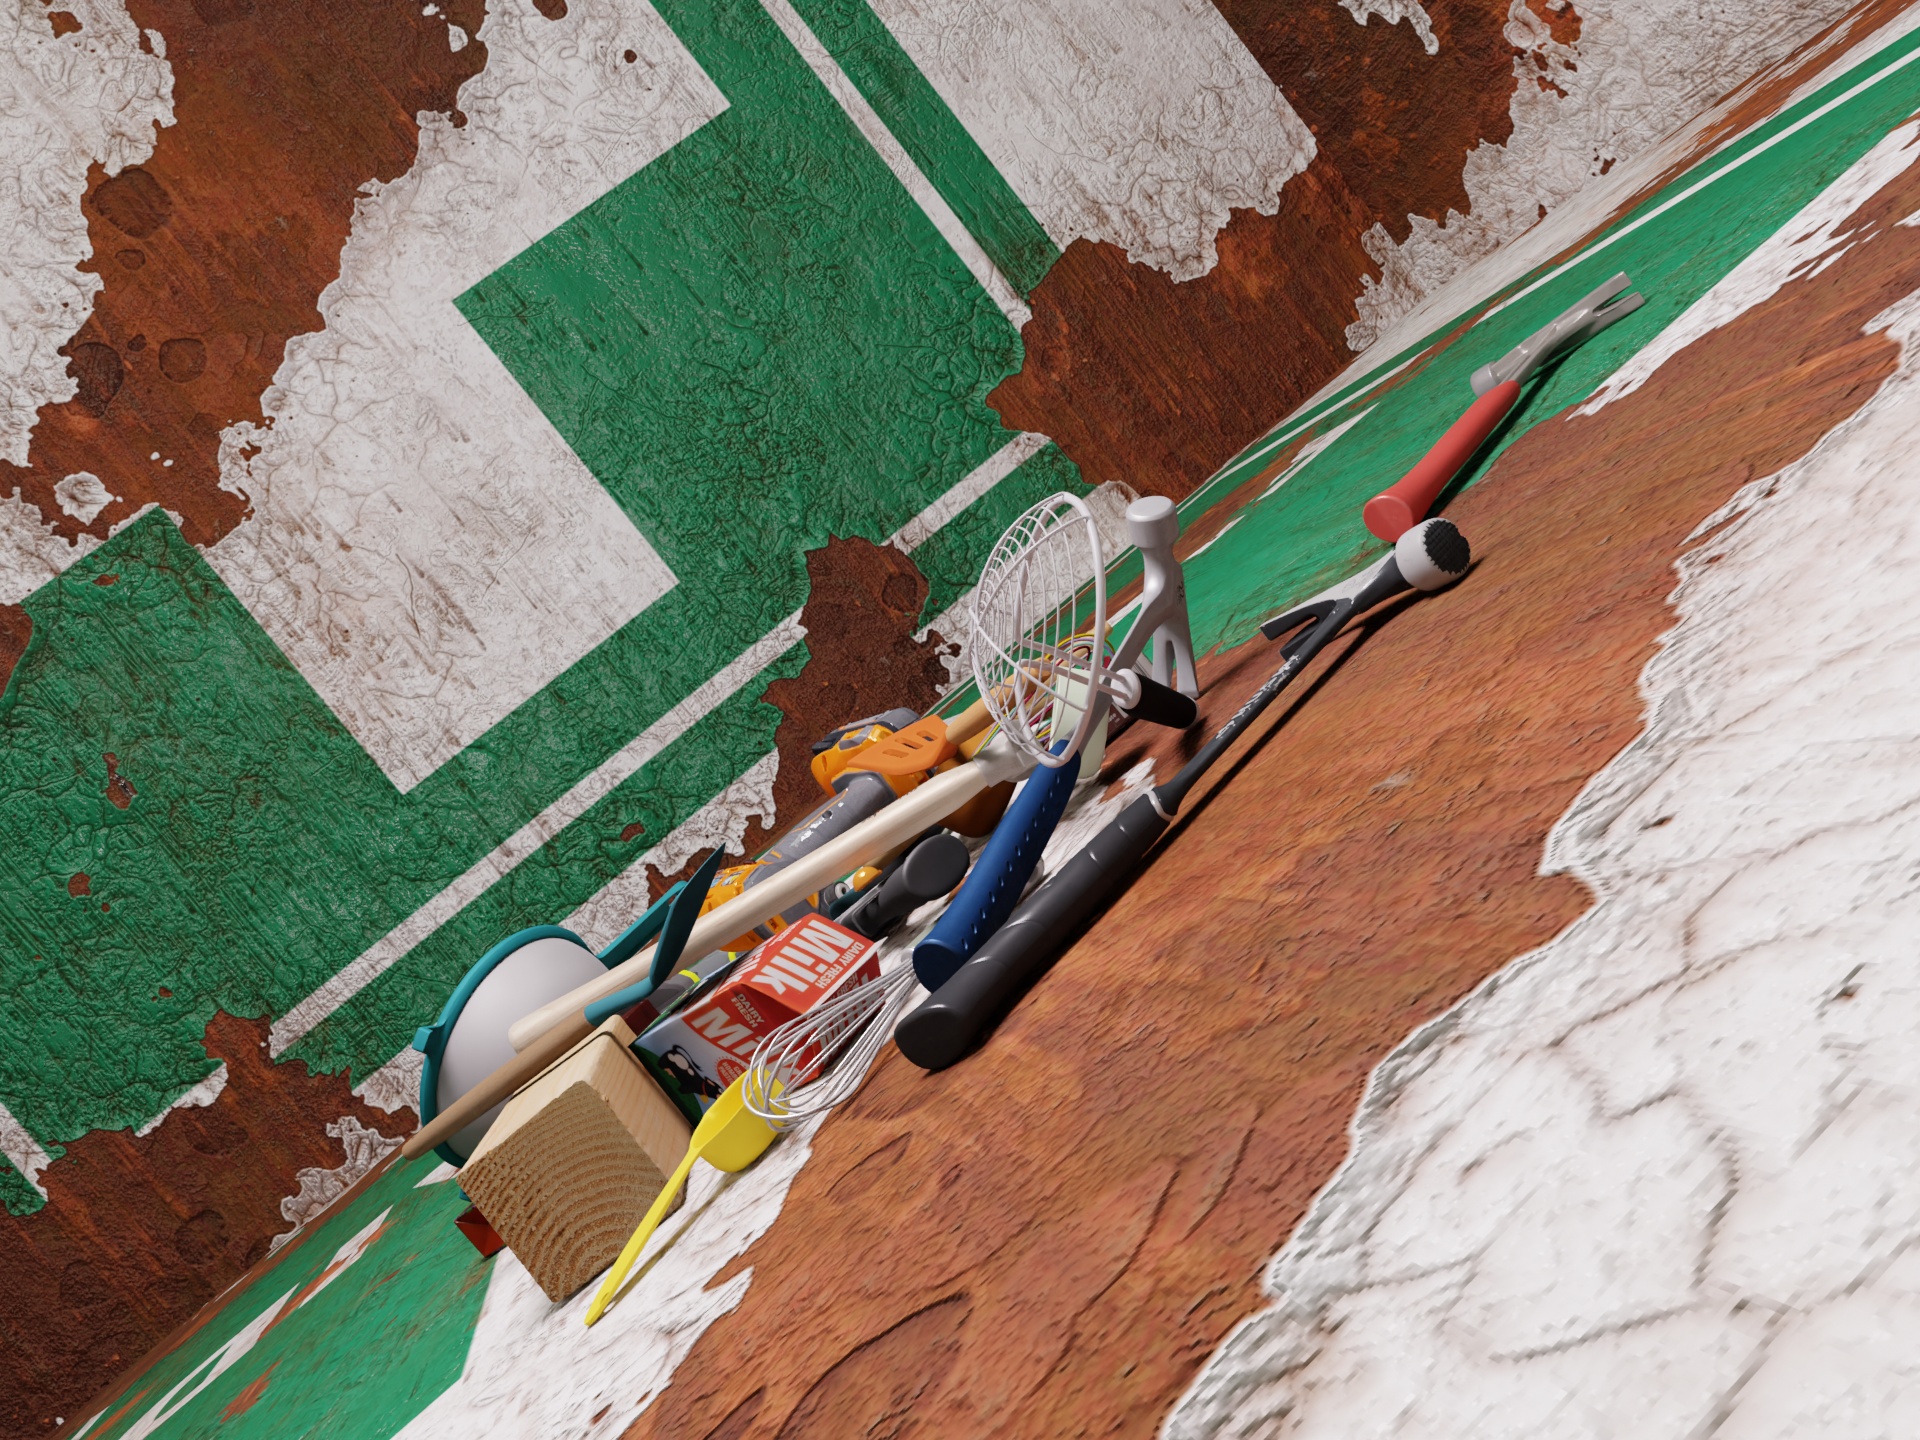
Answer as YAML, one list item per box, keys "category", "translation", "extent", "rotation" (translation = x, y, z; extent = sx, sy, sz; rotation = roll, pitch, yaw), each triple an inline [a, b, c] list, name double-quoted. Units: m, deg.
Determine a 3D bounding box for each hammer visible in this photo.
- category: "hammer"
  translation: [0.394, -0.228, 1.183]
  extent: [0.149, 0.036, 0.359]
  rotation: [-34, 6, 47]
- category: "hammer"
  translation: [-0.125, 0.116, 1.072]
  extent: [0.410, 0.038, 0.146]
  rotation: [-31, -5, 1]
- category: "hammer"
  translation: [0.070, 0.021, 0.955]
  extent: [0.035, 0.144, 0.406]
  rotation: [2, 35, 26]
- category: "hammer"
  translation: [-0.023, 0.089, 1.400]
  extent: [0.128, 0.033, 0.331]
  rotation: [-37, 5, 37]
- category: "hammer"
  translation: [0.111, 0.034, 0.833]
  extent: [0.409, 0.036, 0.149]
  rotation: [-41, 4, -29]
- category: "hammer"
  translation: [-0.046, 0.118, 1.029]
  extent: [0.146, 0.035, 0.334]
  rotation: [-40, -3, -14]

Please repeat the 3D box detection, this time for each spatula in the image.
- category: "spatula"
  translation: [-0.255, 0.190, 1.001]
  extent: [0.317, 0.044, 0.082]
  rotation: [-37, 7, 20]
- category: "spatula"
  translation: [-0.002, -0.003, 1.055]
  extent: [0.081, 0.041, 0.322]
  rotation: [-29, -3, -20]

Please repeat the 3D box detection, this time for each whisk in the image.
- category: "whisk"
  translation: [0.017, 0.023, 1.169]
  extent: [0.245, 0.051, 0.047]
  rotation: [-42, -36, 0]
- category: "whisk"
  translation: [-0.028, 0.140, 0.875]
  extent: [0.059, 0.057, 0.246]
  rotation: [11, 36, 37]

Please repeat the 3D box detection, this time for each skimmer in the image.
- category: "skimmer"
  translation: [0.097, -0.026, 0.858]
  extent: [0.090, 0.127, 0.363]
  rotation: [-3, -8, 25]

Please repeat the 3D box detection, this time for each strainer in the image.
- category: "strainer"
  translation: [-0.307, 0.252, 1.365]
  extent: [0.095, 0.210, 0.340]
  rotation: [15, 37, 25]

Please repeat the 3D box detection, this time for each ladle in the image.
- category: "ladle"
  translation: [0.085, -0.017, 1.363]
  extent: [0.069, 0.031, 0.315]
  rotation: [-44, -6, 16]

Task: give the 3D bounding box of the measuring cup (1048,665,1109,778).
- category: "measuring cup"
  translation: [0.082, 0.020, 1.122]
  extent: [0.167, 0.038, 0.083]
  rotation: [86, -170, -68]

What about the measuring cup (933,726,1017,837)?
- category: "measuring cup"
  translation: [0.016, 0.065, 1.268]
  extent: [0.095, 0.052, 0.173]
  rotation: [-62, -14, -20]

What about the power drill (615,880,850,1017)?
- category: "power drill"
  translation: [-0.194, 0.209, 1.313]
  extent: [0.171, 0.080, 0.223]
  rotation: [-31, 5, 37]

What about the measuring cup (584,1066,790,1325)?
- category: "measuring cup"
  translation: [-0.139, 0.249, 0.822]
  extent: [0.062, 0.029, 0.157]
  rotation: [-33, 19, 54]

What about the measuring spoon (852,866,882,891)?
- category: "measuring spoon"
  translation: [-0.063, 0.104, 1.060]
  extent: [0.021, 0.011, 0.117]
  rotation: [-40, -3, -5]

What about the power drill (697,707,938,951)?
- category: "power drill"
  translation: [-0.124, 0.094, 1.255]
  extent: [0.164, 0.084, 0.226]
  rotation: [-17, 25, 52]

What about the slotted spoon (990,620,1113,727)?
- category: "slotted spoon"
  translation: [0.011, 0.018, 1.395]
  extent: [0.314, 0.031, 0.070]
  rotation: [-41, 0, 8]
